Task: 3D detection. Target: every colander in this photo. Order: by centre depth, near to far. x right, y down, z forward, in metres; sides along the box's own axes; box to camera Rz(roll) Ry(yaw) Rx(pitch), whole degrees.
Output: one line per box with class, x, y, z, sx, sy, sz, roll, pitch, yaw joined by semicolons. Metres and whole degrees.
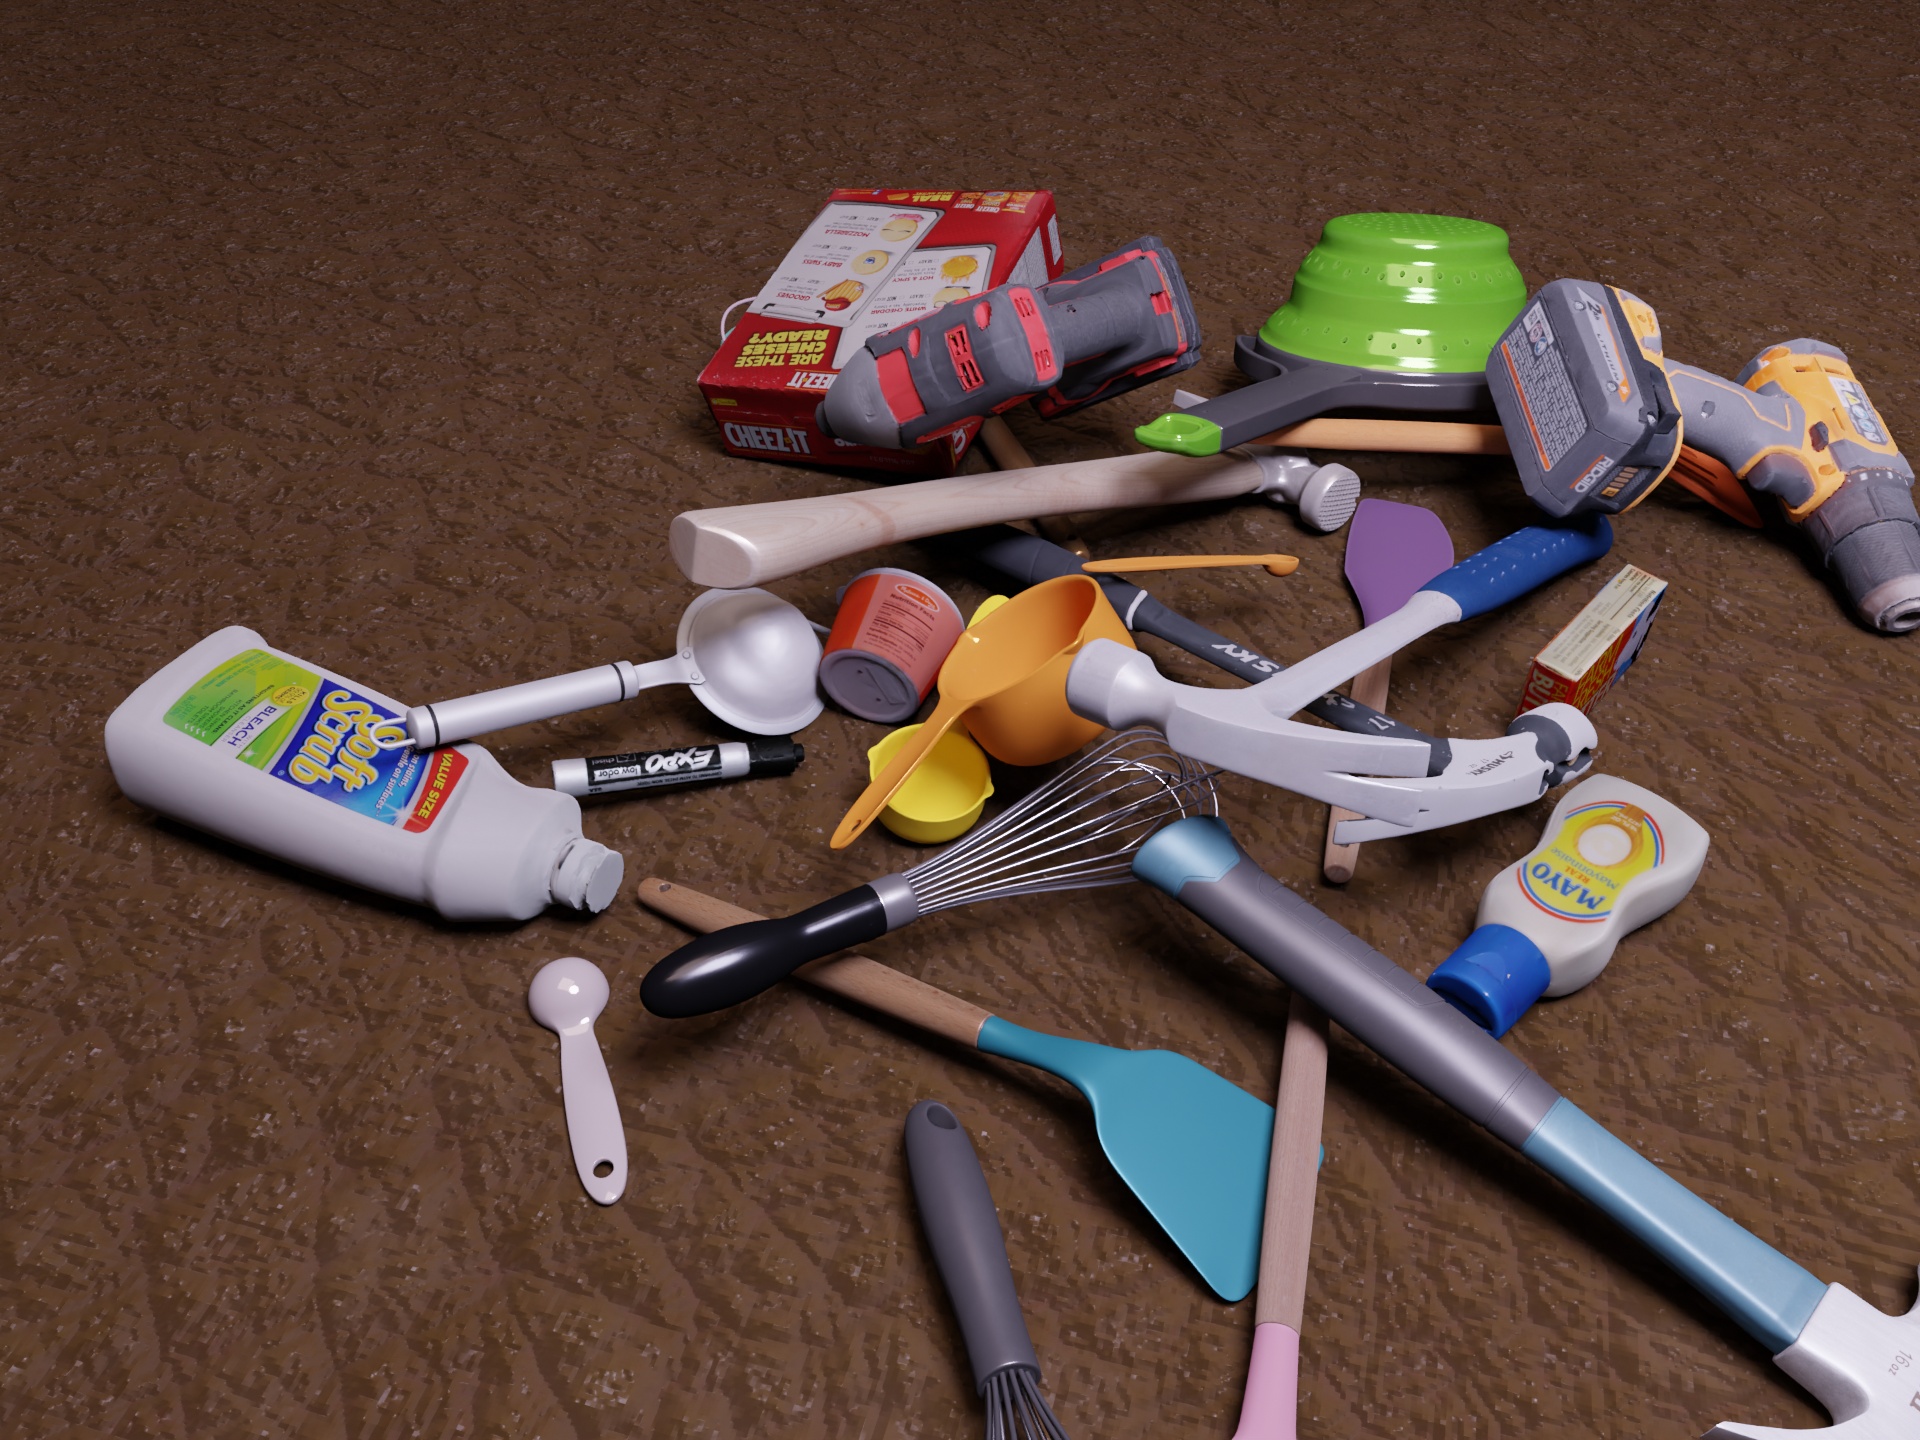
colander;0.225;-0.235;0.929;0.205;0.094;0.397;20;31;34

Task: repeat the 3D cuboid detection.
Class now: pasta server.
pasta server;0.117;0.187;0.559;0.060;0.040;0.316;18;45;1

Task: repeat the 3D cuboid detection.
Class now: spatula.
spatula;-0.011;0.128;0.654;0.318;0.044;0.082;18;43;29
spatula;0.217;-0.030;0.825;0.060;0.018;0.316;13;42;12
spatula;0.307;-0.155;0.925;0.322;0.041;0.081;2;43;-3

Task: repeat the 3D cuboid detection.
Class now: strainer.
strainer;-0.156;-0.020;0.773;0.258;0.050;0.087;-16;73;-32

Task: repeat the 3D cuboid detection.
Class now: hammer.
hammer;0.202;0.139;0.586;0.331;0.033;0.128;37;57;25
hammer;0.224;-0.047;0.747;0.144;0.035;0.405;23;31;33
hammer;0.099;-0.046;0.803;0.149;0.036;0.409;-18;35;-38
hammer;0.029;-0.124;0.851;0.410;0.038;0.146;-14;38;-36

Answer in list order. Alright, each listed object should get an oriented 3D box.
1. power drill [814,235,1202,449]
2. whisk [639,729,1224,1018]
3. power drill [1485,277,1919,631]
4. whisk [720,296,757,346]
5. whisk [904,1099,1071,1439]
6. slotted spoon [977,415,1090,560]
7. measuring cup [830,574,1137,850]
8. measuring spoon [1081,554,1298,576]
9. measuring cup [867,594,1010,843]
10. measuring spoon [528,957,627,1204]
power drill;0.026;-0.197;0.863;0.143;0.078;0.219;-14;10;38
whisk;-0.002;0.066;0.672;0.284;0.070;0.070;-19;43;-28
power drill;0.412;-0.139;0.853;0.226;0.084;0.186;8;55;-18
whisk;-0.090;-0.303;1.138;0.051;0.047;0.245;22;44;27
whisk;0.013;0.220;0.530;0.055;0.055;0.239;-11;37;-9
slotted spoon;0.014;-0.190;1.014;0.070;0.031;0.314;-19;45;-10
measuring cup;0.013;0.009;0.718;0.174;0.052;0.095;-48;26;-19
measuring spoon;0.119;-0.078;0.822;0.117;0.011;0.021;-3;18;-11
measuring cup;-0.001;-0.003;0.784;0.062;0.029;0.157;17;49;6
measuring spoon;-0.154;0.141;0.646;0.034;0.018;0.124;-14;43;-13
